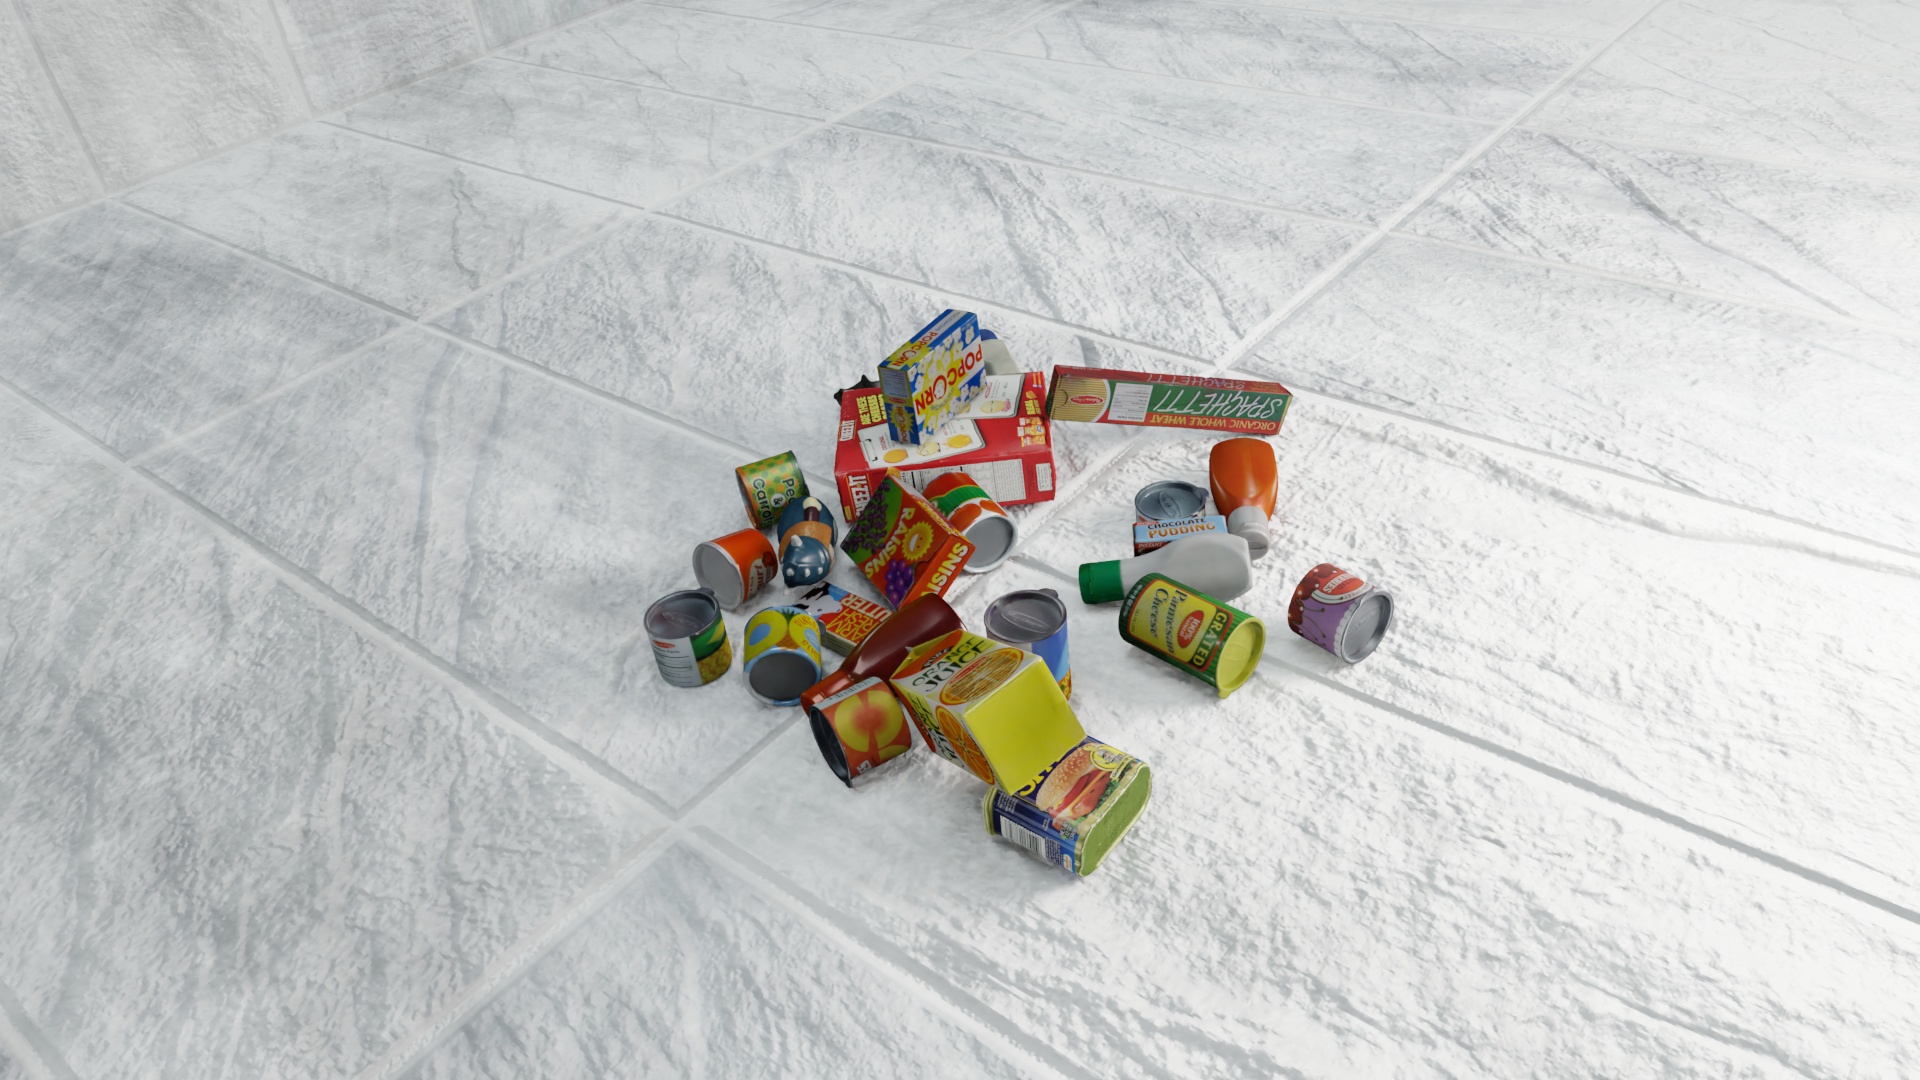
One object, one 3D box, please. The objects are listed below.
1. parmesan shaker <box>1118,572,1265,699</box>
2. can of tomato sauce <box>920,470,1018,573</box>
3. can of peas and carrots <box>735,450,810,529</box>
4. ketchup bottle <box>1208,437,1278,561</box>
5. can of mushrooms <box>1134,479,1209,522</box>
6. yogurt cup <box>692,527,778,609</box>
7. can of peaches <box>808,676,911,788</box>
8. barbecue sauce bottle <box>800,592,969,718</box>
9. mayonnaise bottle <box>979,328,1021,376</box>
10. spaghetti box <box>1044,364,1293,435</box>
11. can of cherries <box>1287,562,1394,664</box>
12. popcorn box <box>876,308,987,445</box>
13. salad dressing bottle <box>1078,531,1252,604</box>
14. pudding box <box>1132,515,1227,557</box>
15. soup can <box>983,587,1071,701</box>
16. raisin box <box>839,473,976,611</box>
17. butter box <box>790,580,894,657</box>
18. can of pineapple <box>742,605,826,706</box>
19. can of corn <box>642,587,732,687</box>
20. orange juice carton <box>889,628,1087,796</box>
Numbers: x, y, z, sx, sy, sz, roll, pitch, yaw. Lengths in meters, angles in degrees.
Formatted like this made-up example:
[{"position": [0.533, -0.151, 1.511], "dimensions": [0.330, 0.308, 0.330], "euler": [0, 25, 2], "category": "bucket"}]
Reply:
[{"position": [0.187, 0.077, 1.140], "dimensions": [0.103, 0.071, 0.071], "euler": [26, 48, 38], "category": "parmesan shaker"}, {"position": [0.005, -0.016, 1.299], "dimensions": [0.071, 0.070, 0.083], "euler": [-21, 39, -18], "category": "can of tomato sauce"}, {"position": [-0.185, -0.049, 1.378], "dimensions": [0.059, 0.070, 0.071], "euler": [-19, 37, -14], "category": "can of peas and carrots"}, {"position": [0.267, -0.040, 1.301], "dimensions": [0.065, 0.043, 0.149], "euler": [-2, 36, 9], "category": "ketchup bottle"}, {"position": [0.199, -0.026, 1.303], "dimensions": [0.071, 0.033, 0.071], "euler": [-5, 35, 4], "category": "can of mushrooms"}, {"position": [-0.207, 0.023, 1.287], "dimensions": [0.072, 0.072, 0.054], "euler": [22, 37, 35], "category": "yogurt cup"}, {"position": [-0.078, 0.150, 1.089], "dimensions": [0.058, 0.071, 0.071], "euler": [-25, 39, -23], "category": "can of peaches"}, {"position": [-0.064, 0.104, 1.159], "dimensions": [0.149, 0.043, 0.065], "euler": [-32, 73, -28], "category": "barbecue sauce bottle"}, {"position": [0.038, -0.191, 1.538], "dimensions": [0.041, 0.064, 0.149], "euler": [-9, 32, -6], "category": "mayonnaise bottle"}, {"position": [0.209, -0.139, 1.387], "dimensions": [0.250, 0.050, 0.029], "euler": [3, 32, -15], "category": "spaghetti box"}, {"position": [0.311, 0.057, 1.137], "dimensions": [0.072, 0.071, 0.058], "euler": [-29, 41, -27], "category": "can of cherries"}, {"position": [-0.025, -0.162, 1.366], "dimensions": [0.038, 0.084, 0.127], "euler": [15, 42, 30], "category": "popcorn box"}, {"position": [0.178, 0.029, 1.212], "dimensions": [0.147, 0.064, 0.044], "euler": [-7, 12, 13], "category": "salad dressing bottle"}, {"position": [0.197, 0.007, 1.245], "dimensions": [0.084, 0.049, 0.030], "euler": [-4, 37, 5], "category": "pudding box"}, {"position": [0.057, 0.091, 1.127], "dimensions": [0.071, 0.083, 0.072], "euler": [-5, 36, 4], "category": "soup can"}, {"position": [-0.049, 0.005, 1.263], "dimensions": [0.086, 0.040, 0.124], "euler": [-55, 42, 8], "category": "raisin box"}, {"position": [-0.101, 0.074, 1.230], "dimensions": [0.103, 0.024, 0.053], "euler": [21, 45, 34], "category": "butter box"}, {"position": [-0.148, 0.097, 1.170], "dimensions": [0.071, 0.070, 0.058], "euler": [-9, 37, -1], "category": "can of pineapple"}, {"position": [-0.235, 0.084, 1.211], "dimensions": [0.071, 0.058, 0.071], "euler": [-5, 36, 4], "category": "can of corn"}, {"position": [0.009, 0.121, 1.041], "dimensions": [0.073, 0.071, 0.192], "euler": [-35, 16, -17], "category": "orange juice carton"}]
